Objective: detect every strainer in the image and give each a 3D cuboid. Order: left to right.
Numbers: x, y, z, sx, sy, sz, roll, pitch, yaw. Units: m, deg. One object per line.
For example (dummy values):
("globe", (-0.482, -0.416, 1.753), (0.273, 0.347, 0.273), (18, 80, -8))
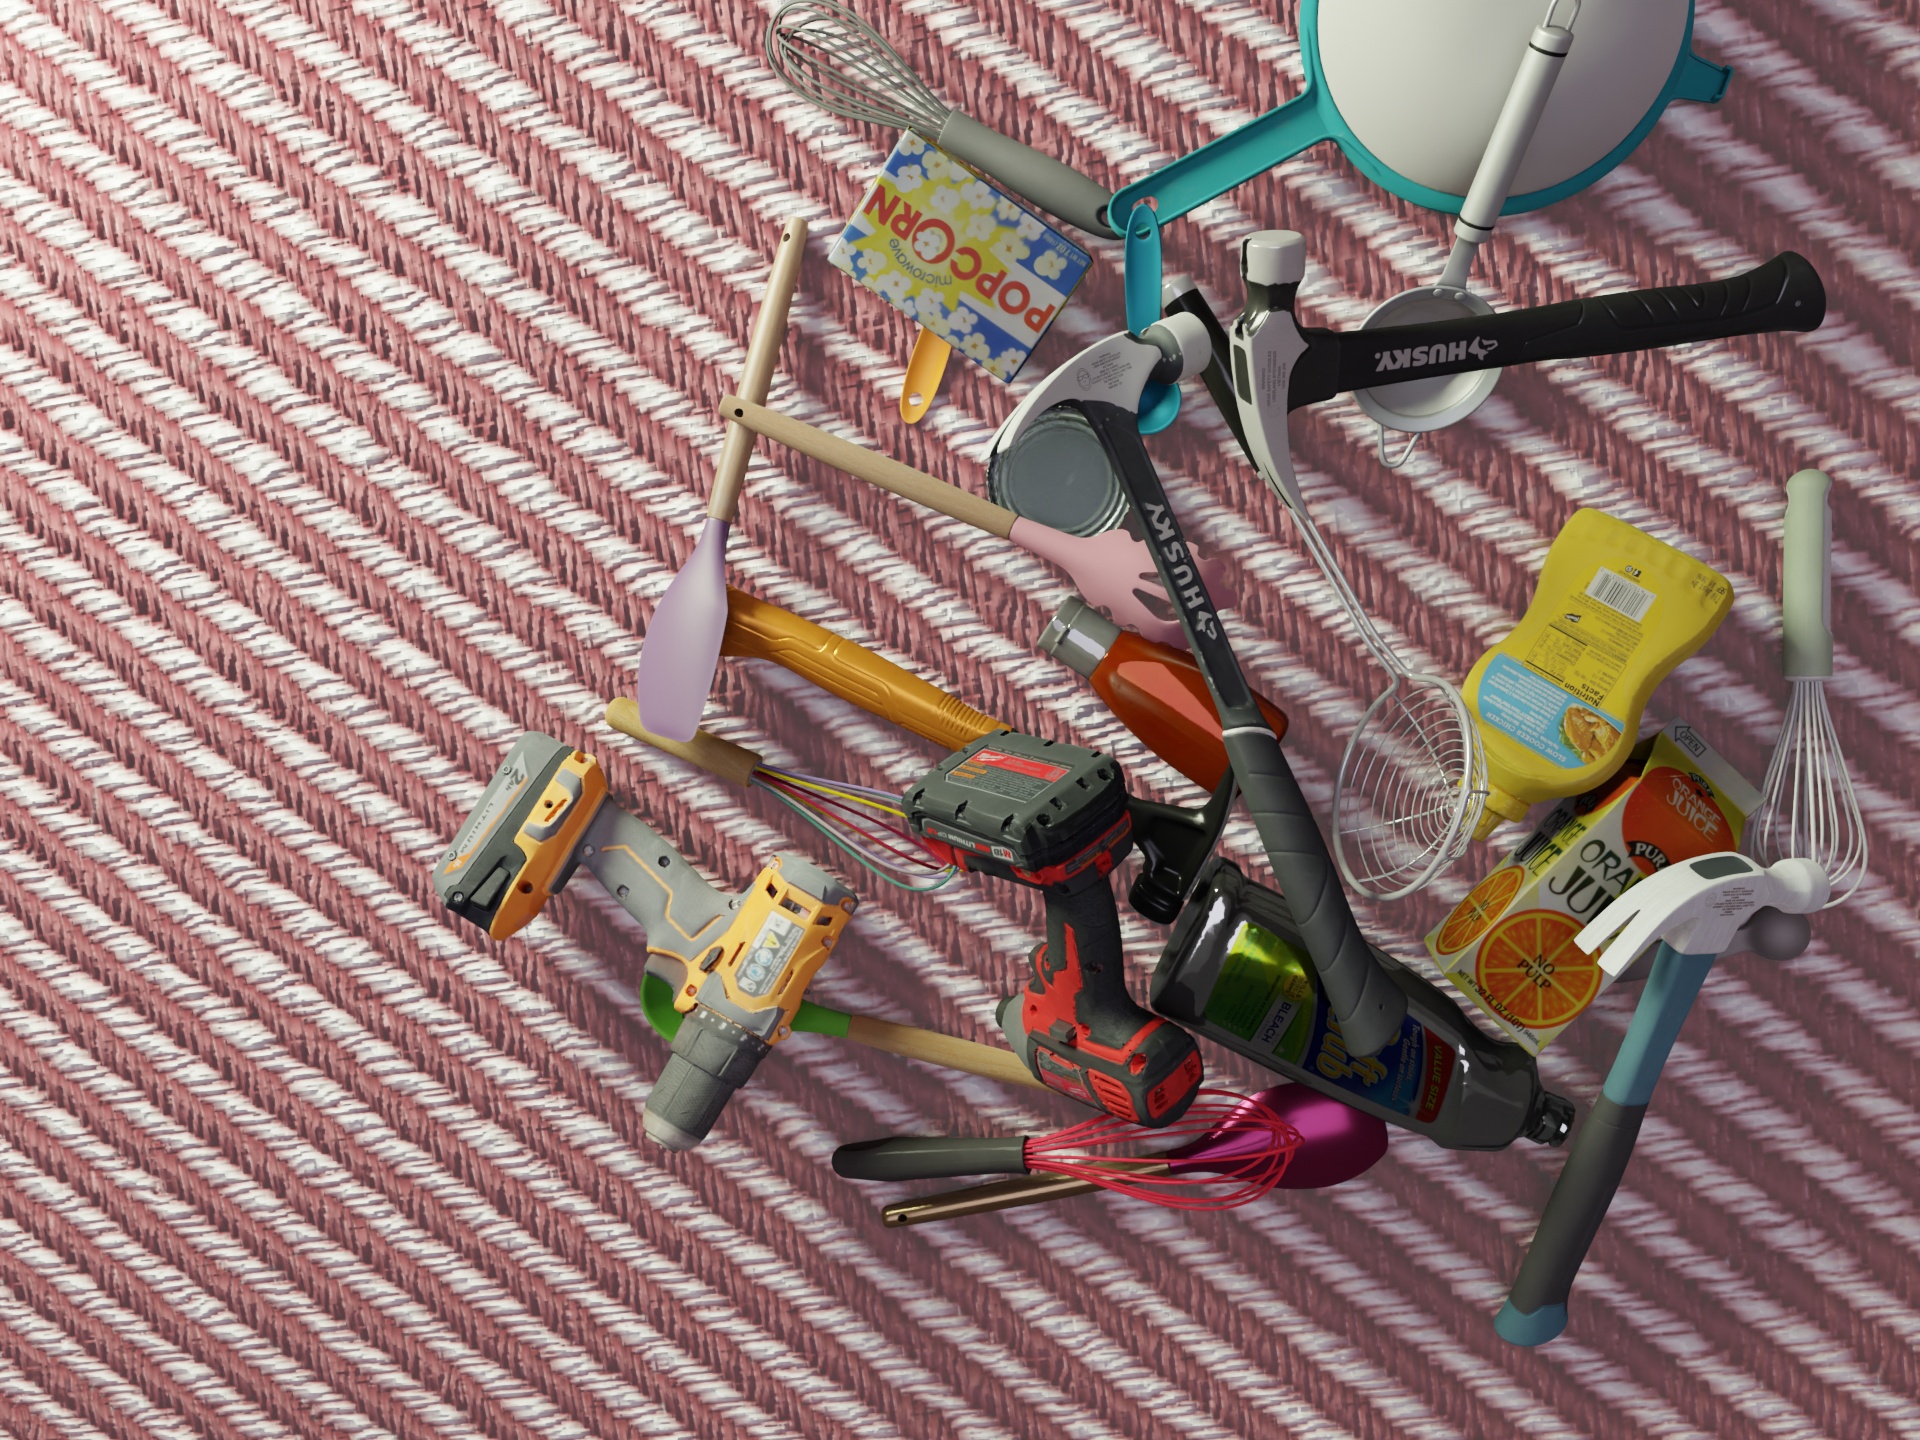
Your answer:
("strainer", (0.233, -0.351, 0.838), (0.340, 0.095, 0.211), (-27, 94, 6))
("strainer", (0.270, -0.254, 0.841), (0.087, 0.050, 0.258), (10, 131, -4))

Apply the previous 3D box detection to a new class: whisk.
("whisk", (-0.107, 0.043, 0.973), (0.245, 0.047, 0.051), (23, 87, 8))
("whisk", (-0.005, -0.340, 0.906), (0.239, 0.055, 0.055), (29, 100, -2))
("whisk", (0.059, 0.262, 0.964), (0.296, 0.073, 0.073), (-7, 97, 17))
("whisk", (0.473, -0.016, 0.887), (0.059, 0.057, 0.246), (1, 94, 33))

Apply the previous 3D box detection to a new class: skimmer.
("skimmer", (0.185, -0.078, 0.891), (0.090, 0.127, 0.363), (-28, 88, -24))

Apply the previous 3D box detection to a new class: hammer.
("hammer", (-0.001, -0.003, 0.937), (0.337, 0.034, 0.127), (26, 121, 8))
("hammer", (0.144, -0.008, 0.850), (0.149, 0.036, 0.409), (-26, 95, -28))
("hammer", (0.304, -0.198, 0.839), (0.334, 0.035, 0.146), (-10, 118, -10))
("hammer", (0.372, 0.222, 0.896), (0.128, 0.033, 0.330), (2, 116, -20))

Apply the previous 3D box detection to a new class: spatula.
("spatula", (-0.138, -0.143, 0.940), (0.060, 0.018, 0.316), (16, 91, 31))

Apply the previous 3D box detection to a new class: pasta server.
("pasta server", (0.007, -0.120, 0.908), (0.316, 0.040, 0.060), (24, 101, 7))

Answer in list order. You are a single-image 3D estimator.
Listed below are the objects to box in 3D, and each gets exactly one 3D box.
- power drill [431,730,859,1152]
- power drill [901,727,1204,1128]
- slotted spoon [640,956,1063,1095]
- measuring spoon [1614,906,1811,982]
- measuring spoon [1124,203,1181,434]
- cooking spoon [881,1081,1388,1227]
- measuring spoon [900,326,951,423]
("power drill", (-0.199, 0.131, 0.953), (0.226, 0.084, 0.185), (29, 77, 1))
("power drill", (0.052, 0.121, 0.900), (0.078, 0.143, 0.219), (-34, 119, -31))
("slotted spoon", (-0.045, 0.199, 0.992), (0.314, 0.031, 0.070), (13, 84, 3))
("measuring spoon", (0.432, 0.135, 0.926), (0.124, 0.018, 0.034), (-15, 96, 10))
("measuring spoon", (0.105, -0.227, 0.903), (0.042, 0.021, 0.128), (1, 115, 10))
("cooking spoon", (0.104, 0.280, 0.987), (0.319, 0.017, 0.069), (-13, 95, 8))
("measuring spoon", (-0.012, -0.232, 0.939), (0.021, 0.011, 0.117), (18, 103, -6))
